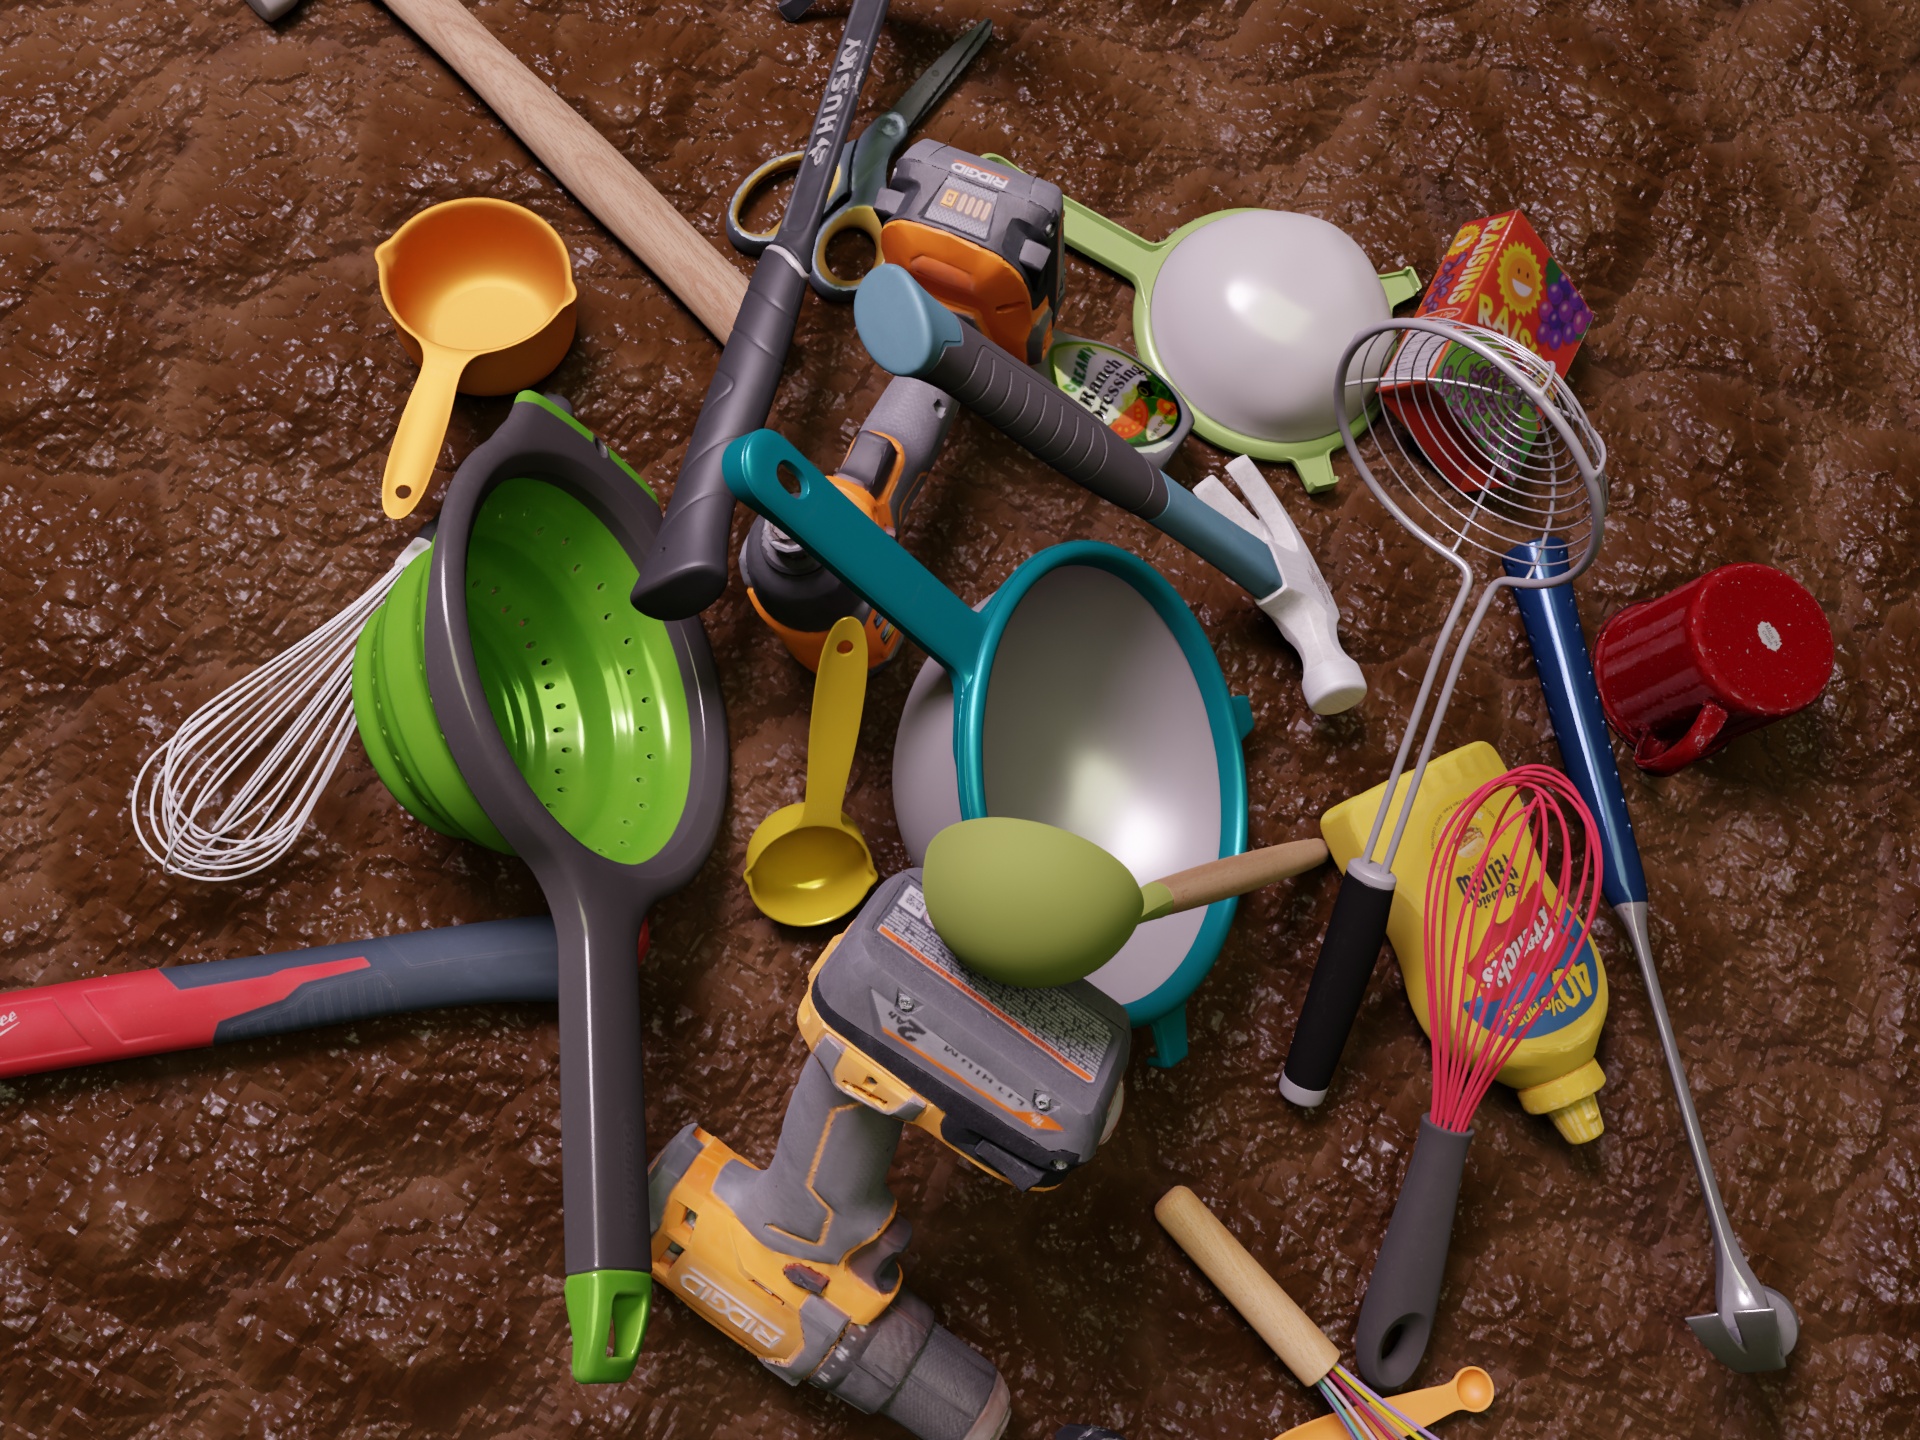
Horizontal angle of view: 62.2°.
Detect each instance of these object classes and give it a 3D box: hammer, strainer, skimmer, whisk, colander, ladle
[{"bbox_3d":[-0.082,-0.234,0.758,0.149,0.036,0.409,0,65,36],"label":"hammer"},{"bbox_3d":[0.125,-0.242,0.836,0.256,0.069,0.151,28,72,-4],"label":"strainer"},{"bbox_3d":[0.174,0.015,0.674,0.090,0.127,0.363,-6,118,-38],"label":"skimmer"},{"bbox_3d":[-0.263,-0.047,0.721,0.070,0.070,0.285,33,67,-1],"label":"whisk"},{"bbox_3d":[0.174,0.308,0.706,0.051,0.047,0.245,-37,76,-26],"label":"whisk"},{"bbox_3d":[0.076,-0.105,0.705,0.330,0.033,0.128,24,42,-45],"label":"hammer"},{"bbox_3d":[0.222,0.162,0.712,0.073,0.073,0.296,11,98,-7],"label":"whisk"},{"bbox_3d":[0.327,0.099,0.768,0.035,0.144,0.406,-17,69,25],"label":"hammer"},{"bbox_3d":[-0.329,0.107,0.678,0.386,0.038,0.143,-8,75,-12],"label":"hammer"},{"bbox_3d":[-0.180,0.061,0.648,0.094,0.204,0.397,-16,64,18],"label":"colander"},{"bbox_3d":[-0.209,-0.305,0.813,0.331,0.031,0.130,44,73,3],"label":"hammer"},{"bbox_3d":[0.092,0.059,0.661,0.078,0.320,0.062,-8,88,33],"label":"ladle"},{"bbox_3d":[-0.001,-0.002,0.677,0.340,0.095,0.211,40,54,-37],"label":"strainer"}]

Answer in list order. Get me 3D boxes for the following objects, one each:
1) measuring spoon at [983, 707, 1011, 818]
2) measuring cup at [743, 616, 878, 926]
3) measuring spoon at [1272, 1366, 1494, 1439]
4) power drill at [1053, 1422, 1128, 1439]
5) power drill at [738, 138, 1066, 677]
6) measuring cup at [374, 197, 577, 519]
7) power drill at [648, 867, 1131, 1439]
[{"bbox_3d":[0.010,0.000,0.780,0.042,0.021,0.129,35,60,-31],"label":"measuring spoon"},{"bbox_3d":[-0.062,0.020,0.707,0.062,0.029,0.156,3,117,-17],"label":"measuring cup"},{"bbox_3d":[0.190,0.322,0.730,0.117,0.011,0.021,-15,76,-10],"label":"measuring spoon"},{"bbox_3d":[0.099,0.409,0.656,0.188,0.080,0.227,-32,86,-16],"label":"power drill"},{"bbox_3d":[-0.029,-0.136,0.712,0.084,0.164,0.226,23,83,8],"label":"power drill"},{"bbox_3d":[-0.237,-0.162,0.752,0.095,0.052,0.174,12,70,-2],"label":"measuring cup"},{"bbox_3d":[-0.021,0.190,0.633,0.185,0.226,0.084,36,30,1],"label":"power drill"}]
